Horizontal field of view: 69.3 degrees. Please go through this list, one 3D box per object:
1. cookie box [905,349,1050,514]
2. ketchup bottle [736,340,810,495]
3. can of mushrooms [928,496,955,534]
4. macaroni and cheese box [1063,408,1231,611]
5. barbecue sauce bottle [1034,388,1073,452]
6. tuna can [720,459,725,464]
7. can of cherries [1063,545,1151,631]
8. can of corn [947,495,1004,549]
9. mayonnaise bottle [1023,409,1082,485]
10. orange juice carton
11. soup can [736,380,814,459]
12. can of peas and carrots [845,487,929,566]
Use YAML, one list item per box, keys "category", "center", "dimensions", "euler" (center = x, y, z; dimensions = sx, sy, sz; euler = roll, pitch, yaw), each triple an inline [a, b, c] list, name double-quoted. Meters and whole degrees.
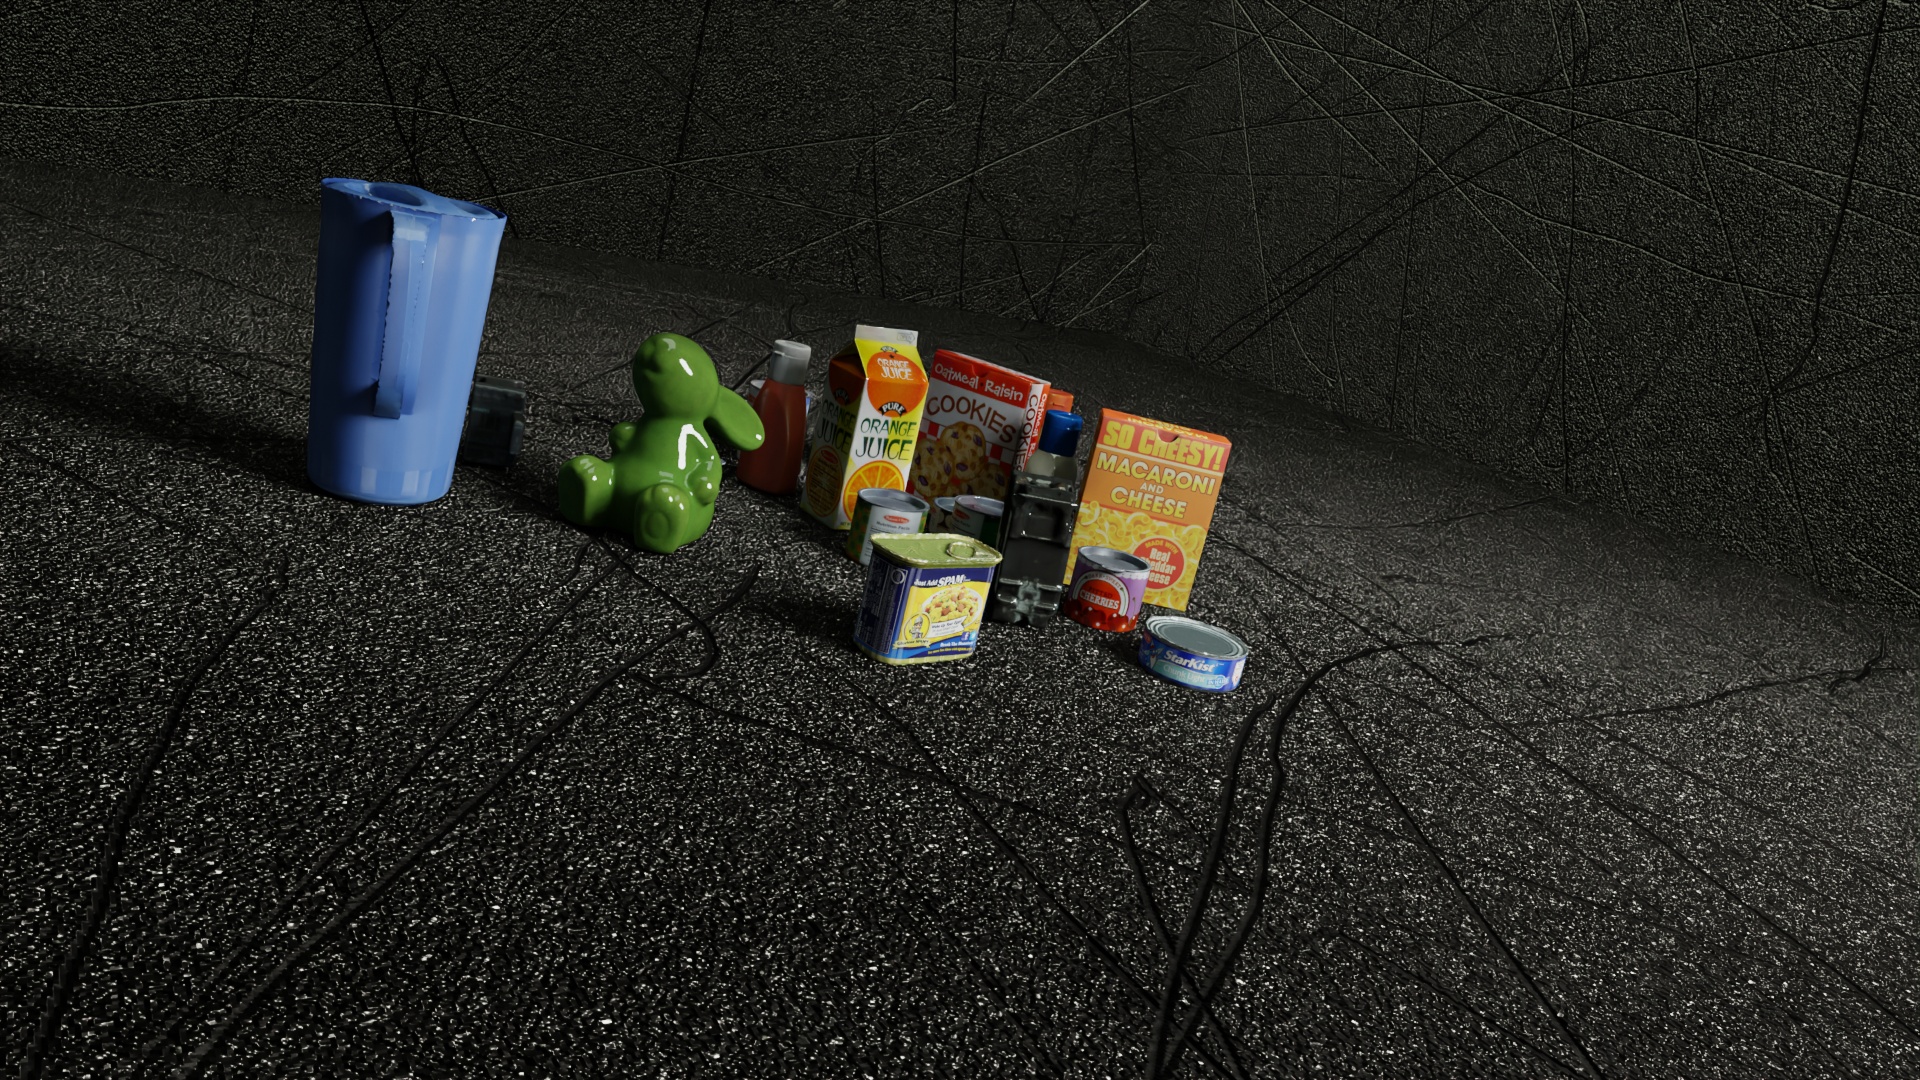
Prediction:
- category: "cookie box"
  center: [0.014, -0.099, 1.427]
  dimensions: [0.123, 0.167, 0.040]
  euler: [22, 17, 31]
- category: "ketchup bottle"
  center: [-0.181, -0.123, 1.383]
  dimensions: [0.065, 0.148, 0.043]
  euler: [22, 17, 30]
- category: "can of mushrooms"
  center: [0.005, -0.017, 1.378]
  dimensions: [0.071, 0.033, 0.071]
  euler: [12, 15, -3]
- category: "macaroni and cheese box"
  center: [0.172, -0.028, 1.304]
  dimensions: [0.124, 0.166, 0.040]
  euler: [13, 14, -2]
- category: "barbecue sauce bottle"
  center: [0.085, -0.087, 1.478]
  dimensions: [0.065, 0.148, 0.044]
  euler: [10, 15, -12]
- category: "tuna can"
  center: [-0.260, -0.063, 1.320]
  dimensions: [0.071, 0.032, 0.071]
  euler: [12, 15, -3]
- category: "can of cherries"
  center: [0.127, 0.043, 1.217]
  dimensions: [0.071, 0.058, 0.072]
  euler: [12, 15, -3]
- category: "can of corn"
  center: [0.023, -0.005, 1.301]
  dimensions: [0.071, 0.058, 0.071]
  euler: [12, 15, -3]
- category: "mayonnaise bottle"
  center: [0.084, -0.052, 1.352]
  dimensions: [0.041, 0.147, 0.065]
  euler: [23, 17, 33]
- category: "orange juice carton"
  center: [-0.089, -0.109, 1.325]
  dimensions: [0.072, 0.192, 0.073]
  euler: [2, 18, -37]
- category: "soup can"
  center: [-0.198, -0.123, 1.494]
  dimensions: [0.071, 0.083, 0.071]
  euler: [12, 15, -3]
- category: "can of peas and carrots"
  center: [-0.066, -0.011, 1.245]
  dimensions: [0.071, 0.058, 0.071]
  euler: [12, 15, -3]
